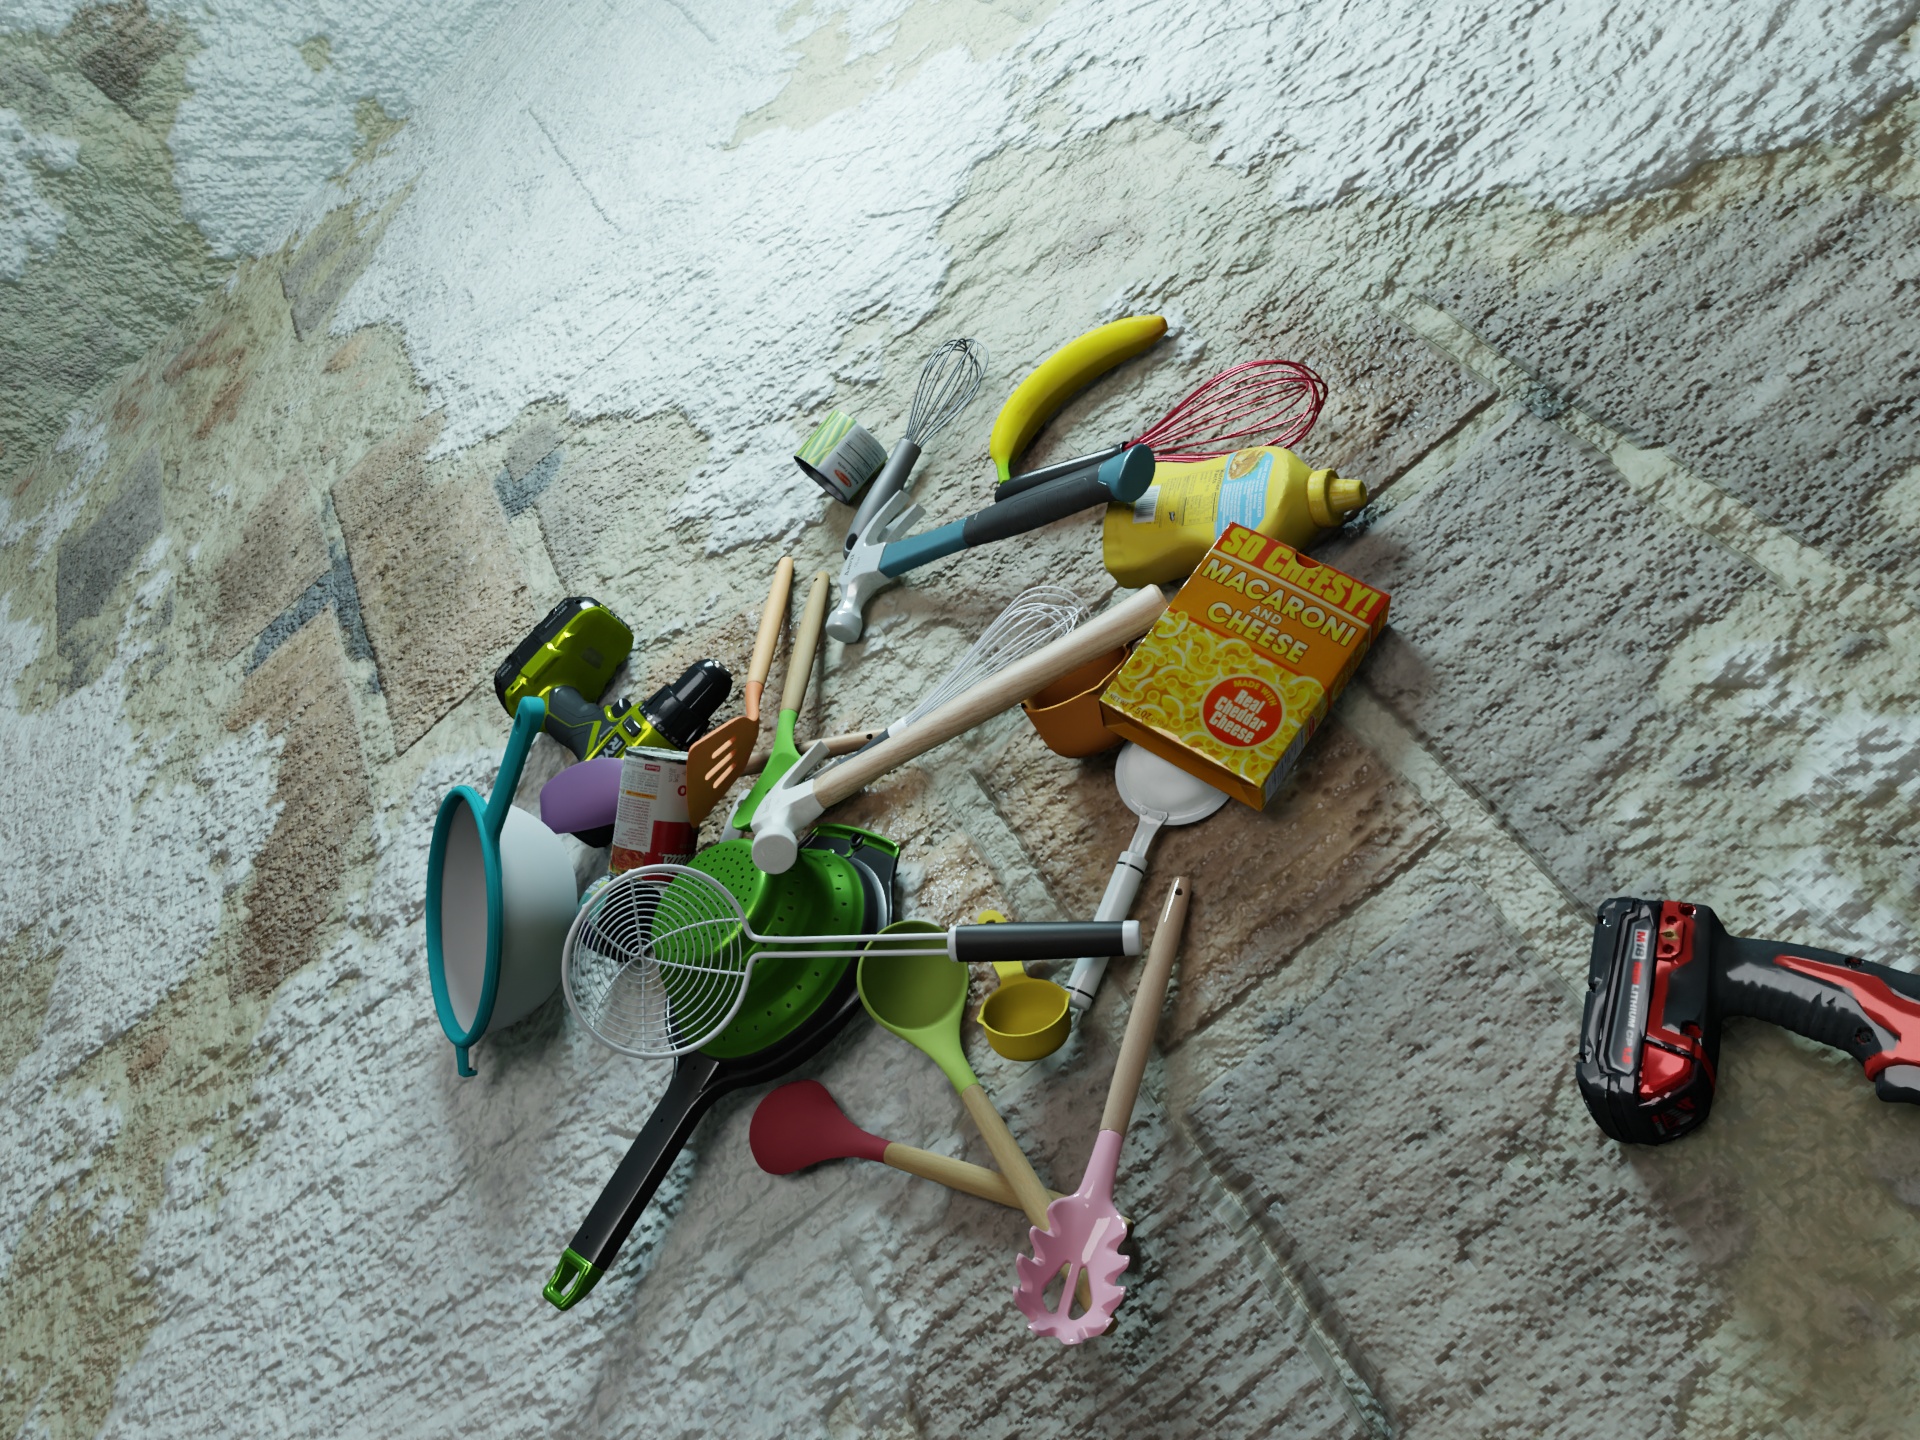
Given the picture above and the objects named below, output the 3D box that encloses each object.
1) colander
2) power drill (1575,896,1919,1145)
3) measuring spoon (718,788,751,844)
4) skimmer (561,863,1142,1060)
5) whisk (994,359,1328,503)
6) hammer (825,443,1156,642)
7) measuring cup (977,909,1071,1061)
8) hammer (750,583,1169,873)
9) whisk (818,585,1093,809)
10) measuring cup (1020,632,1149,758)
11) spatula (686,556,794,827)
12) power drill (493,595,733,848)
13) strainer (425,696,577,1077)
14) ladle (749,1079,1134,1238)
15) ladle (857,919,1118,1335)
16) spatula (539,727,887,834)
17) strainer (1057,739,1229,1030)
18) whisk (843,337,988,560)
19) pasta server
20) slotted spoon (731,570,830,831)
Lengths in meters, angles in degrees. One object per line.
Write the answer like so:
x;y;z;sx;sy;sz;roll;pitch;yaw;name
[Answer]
-0.196;0.219;1.128;0.205;0.094;0.397;10;61;47;colander
0.418;0.174;0.751;0.227;0.080;0.188;1;61;33;power drill
-0.197;0.108;1.292;0.034;0.018;0.124;-1;59;36;measuring spoon
-0.069;0.151;1.019;0.363;0.090;0.127;-3;91;11;skimmer
0.149;-0.213;1.243;0.296;0.073;0.073;-14;52;34;whisk
0.019;-0.153;1.264;0.331;0.033;0.128;-14;51;44;hammer
0.034;0.174;1.055;0.062;0.029;0.157;-15;24;-4;measuring cup
-0.002;-0.004;1.121;0.331;0.031;0.130;-30;19;7;hammer
-0.019;-0.008;1.219;0.284;0.070;0.070;-35;45;18;whisk
0.128;-0.035;1.129;0.173;0.052;0.095;-32;18;-7;measuring cup
-0.177;-0.043;1.325;0.041;0.081;0.323;5;39;1;spatula
-0.312;-0.017;1.427;0.190;0.080;0.229;-47;47;0;power drill
-0.345;0.112;1.270;0.340;0.095;0.211;-62;40;34;strainer
-0.025;0.288;1.030;0.315;0.031;0.069;5;62;37;ladle
0.017;0.243;0.992;0.078;0.062;0.321;-17;38;-17;ladle
-0.207;0.041;1.303;0.316;0.018;0.060;-11;73;15;spatula
0.118;0.088;1.060;0.087;0.050;0.258;16;73;28;strainer
-0.042;-0.242;1.415;0.055;0.055;0.239;18;76;43;whisk
0.097;0.219;0.944;0.060;0.040;0.316;14;53;11;pasta server
-0.134;-0.022;1.296;0.070;0.031;0.314;-29;34;29;slotted spoon
